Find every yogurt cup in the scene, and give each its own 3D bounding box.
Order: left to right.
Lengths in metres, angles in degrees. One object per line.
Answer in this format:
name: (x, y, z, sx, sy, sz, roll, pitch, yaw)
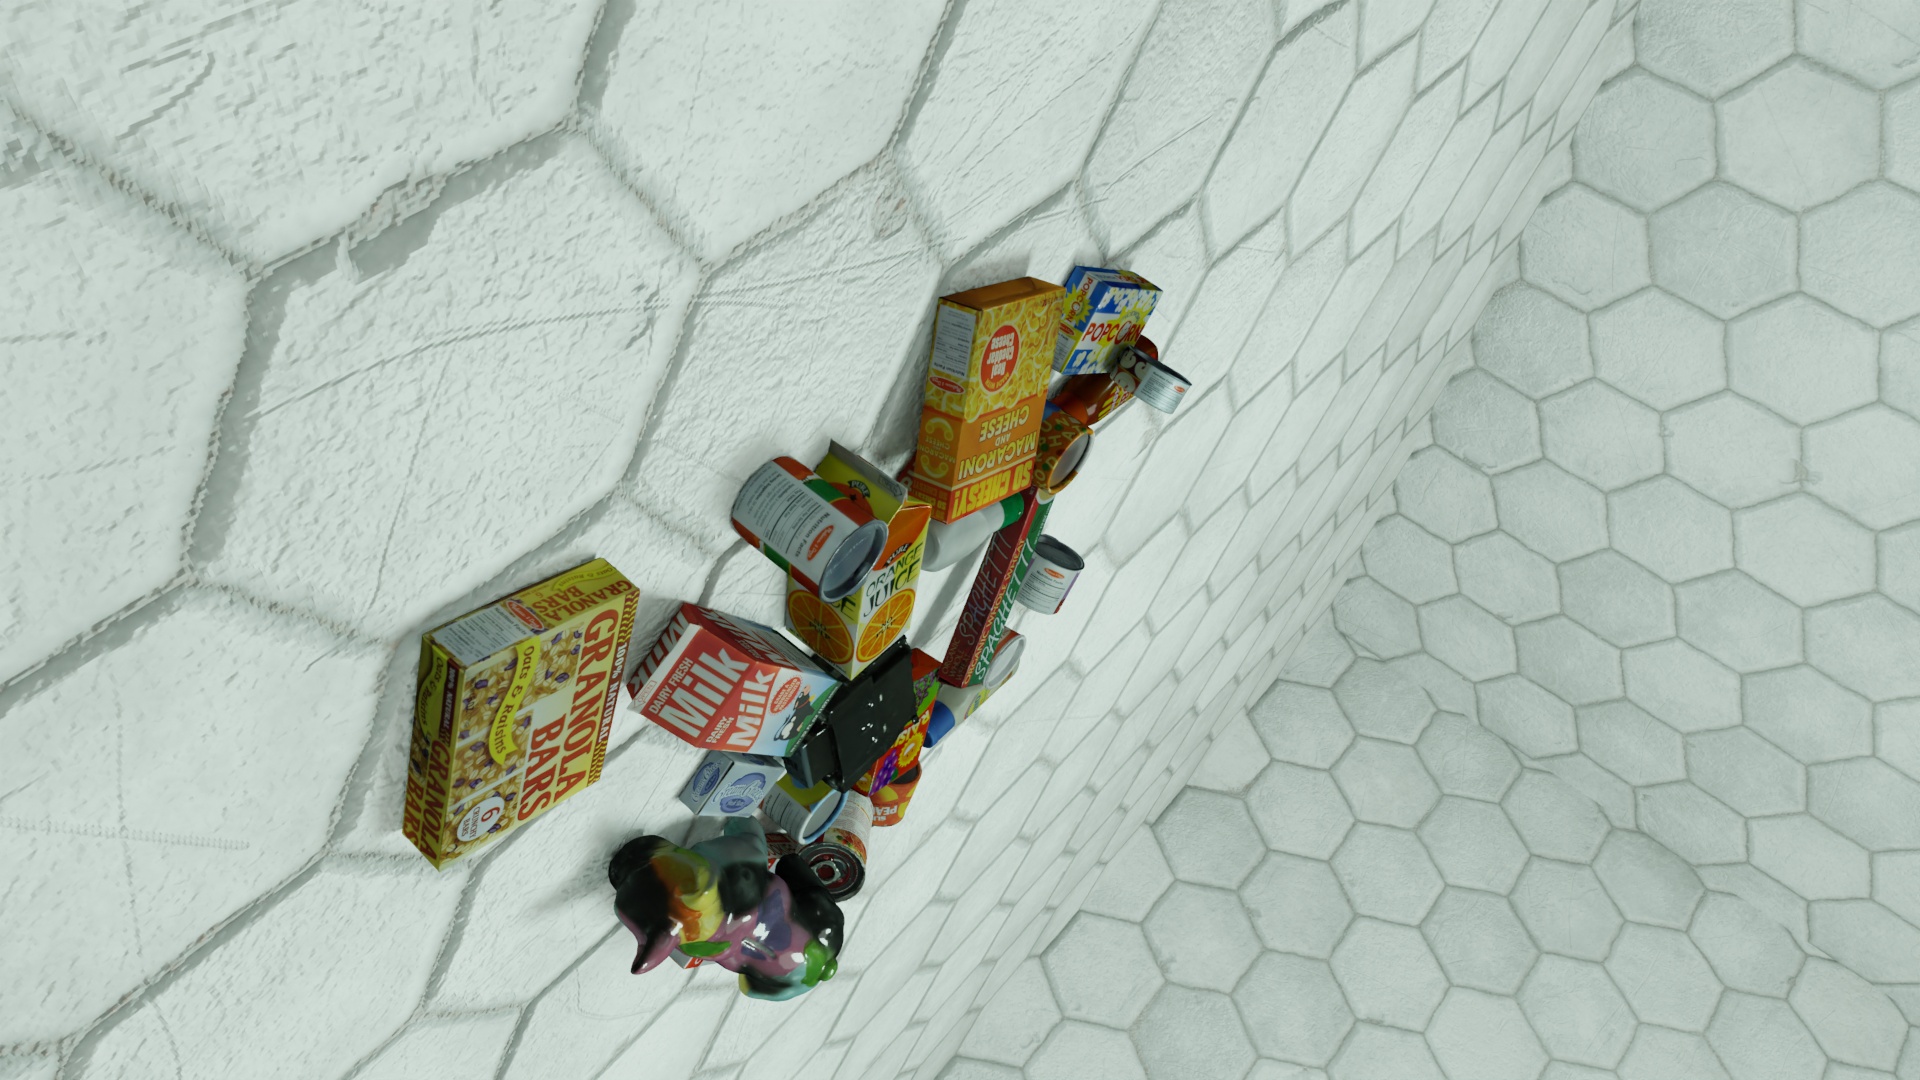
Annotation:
yogurt cup: (0.028, 0.112, 1.438, 0.073, 0.054, 0.072, -45, 158, -24)

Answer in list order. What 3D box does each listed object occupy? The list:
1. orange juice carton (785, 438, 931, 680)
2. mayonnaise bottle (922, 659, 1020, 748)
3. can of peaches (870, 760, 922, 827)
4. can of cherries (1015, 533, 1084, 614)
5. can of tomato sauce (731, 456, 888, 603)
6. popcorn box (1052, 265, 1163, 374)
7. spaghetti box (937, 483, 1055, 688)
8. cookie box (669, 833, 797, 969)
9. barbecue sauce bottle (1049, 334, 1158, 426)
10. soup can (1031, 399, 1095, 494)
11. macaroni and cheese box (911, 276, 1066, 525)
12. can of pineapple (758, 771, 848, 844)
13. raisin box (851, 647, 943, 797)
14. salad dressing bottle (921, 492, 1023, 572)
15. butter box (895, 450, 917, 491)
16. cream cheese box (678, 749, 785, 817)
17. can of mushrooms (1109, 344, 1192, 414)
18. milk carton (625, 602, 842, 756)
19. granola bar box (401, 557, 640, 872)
orange juice carton: (-0.076, 0.009, 1.025, 0.073, 0.072, 0.191, -40, 155, -35)
mayonnaise bottle: (0.004, 0.164, 1.486, 0.149, 0.041, 0.064, -40, 157, -35)
can of peaches: (-0.078, 0.245, 1.393, 0.071, 0.071, 0.057, -25, 144, -53)
can of cherries: (0.086, 0.034, 1.429, 0.072, 0.071, 0.058, -15, 136, -60)
can of tomato sauce: (-0.101, -0.007, 0.929, 0.071, 0.083, 0.070, -45, 158, -24)
popcorn box: (0.118, -0.188, 1.190, 0.127, 0.038, 0.085, -14, 136, -60)
spaghetti box: (0.041, 0.024, 1.311, 0.050, 0.029, 0.249, -1, 114, -64)
cookie box: (-0.201, 0.336, 1.307, 0.123, 0.040, 0.167, -54, 161, -1)
barbecue sauce bottle: (0.123, -0.136, 1.276, 0.149, 0.044, 0.064, -37, 155, -37)
soup can: (0.058, -0.086, 1.154, 0.071, 0.084, 0.071, -44, 157, -24)
macaroni and cheese box: (0.020, -0.108, 1.051, 0.124, 0.040, 0.165, -25, 132, -52)
can of pineapple: (-0.141, 0.228, 1.244, 0.071, 0.058, 0.070, -45, 157, -24)
raisin box: (-0.066, 0.174, 1.329, 0.086, 0.040, 0.122, -26, 137, -54)
salad dressing bottle: (0.004, -0.015, 1.206, 0.148, 0.044, 0.064, -25, 143, -55)
butter box: (-0.024, -0.052, 1.112, 0.103, 0.024, 0.053, -55, 159, 1)
cream cheese box: (-0.187, 0.201, 1.148, 0.053, 0.024, 0.103, -55, 160, 0)
can of mushrooms: (0.166, -0.142, 1.220, 0.033, 0.071, 0.071, -59, 159, 15)
milk carton: (-0.163, 0.099, 0.971, 0.072, 0.073, 0.190, -54, 159, 0)
granola bar box: (-0.259, 0.101, 0.815, 0.125, 0.039, 0.164, -29, 147, -48)
